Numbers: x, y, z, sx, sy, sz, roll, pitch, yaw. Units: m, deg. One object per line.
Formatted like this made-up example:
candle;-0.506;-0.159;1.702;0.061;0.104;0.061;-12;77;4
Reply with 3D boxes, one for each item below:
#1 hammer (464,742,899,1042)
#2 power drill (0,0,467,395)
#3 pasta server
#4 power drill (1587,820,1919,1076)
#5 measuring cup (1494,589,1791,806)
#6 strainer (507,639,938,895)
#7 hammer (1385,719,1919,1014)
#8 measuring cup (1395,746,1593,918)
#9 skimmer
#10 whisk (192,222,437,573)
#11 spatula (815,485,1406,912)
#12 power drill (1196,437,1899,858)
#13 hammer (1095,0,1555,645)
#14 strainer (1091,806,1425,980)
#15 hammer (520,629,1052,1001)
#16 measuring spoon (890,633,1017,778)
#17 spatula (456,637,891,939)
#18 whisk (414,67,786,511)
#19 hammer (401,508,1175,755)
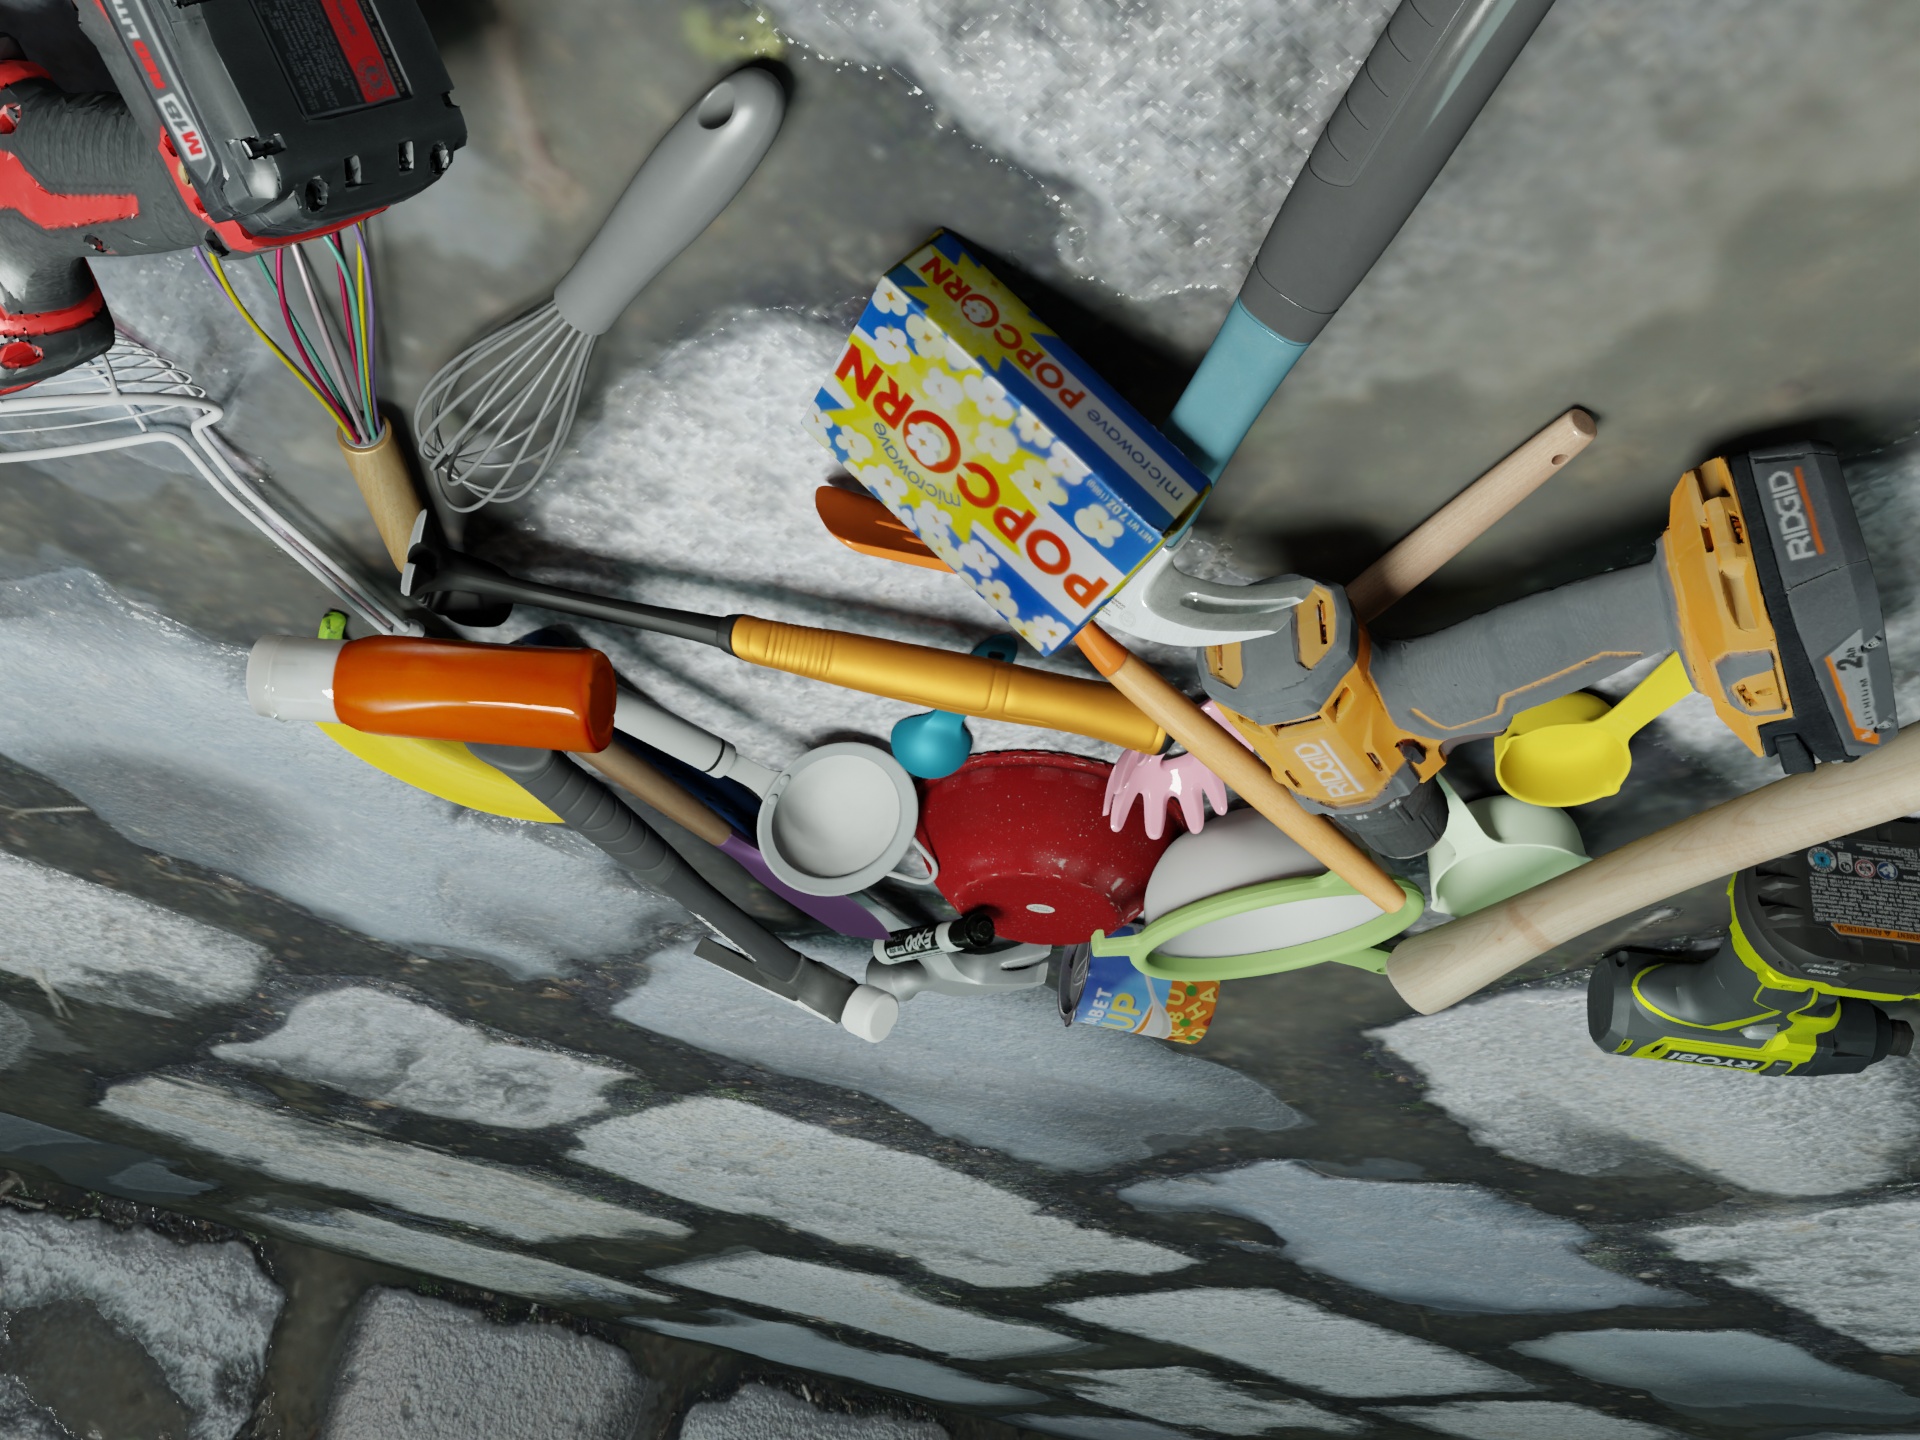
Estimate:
hammer;-0.164;0.087;0.895;0.146;0.035;0.334;18;159;36
power drill;-0.262;-0.183;0.459;0.220;0.078;0.143;-8;114;32
pasta server;0.152;-0.028;0.676;0.060;0.040;0.316;12;149;-22
power drill;0.451;0.132;0.836;0.171;0.080;0.223;6;153;5
measuring cup;0.291;-0.017;0.680;0.062;0.029;0.156;24;135;-15
strainer;-0.114;0.020;0.792;0.258;0.087;0.050;31;-173;-35
hammer;0.323;0.043;0.660;0.038;0.146;0.410;43;146;-2
measuring cup;0.245;0.045;0.772;0.083;0.038;0.167;-24;134;31
skimmer;-0.298;-0.047;0.706;0.127;0.090;0.362;-7;146;24
whisk;-0.231;-0.125;0.612;0.051;0.047;0.244;20;154;4
spatula;0.075;-0.004;0.666;0.322;0.081;0.041;38;102;-22
power drill;0.228;-0.009;0.619;0.226;0.084;0.185;-14;146;27
hammer;0.102;-0.135;0.485;0.128;0.033;0.330;38;143;6
strainer;0.186;0.094;0.862;0.151;0.069;0.256;-23;155;29
hammer;-0.095;0.070;0.902;0.144;0.035;0.405;-10;145;33
measuring spoon;-0.001;-0.002;0.772;0.042;0.021;0.128;17;148;-13
spatula;-0.138;0.047;0.817;0.060;0.018;0.315;0;149;41
whisk;-0.130;-0.142;0.551;0.055;0.055;0.239;27;141;-29
hammer;-0.066;-0.032;0.688;0.337;0.034;0.127;11;176;-7
